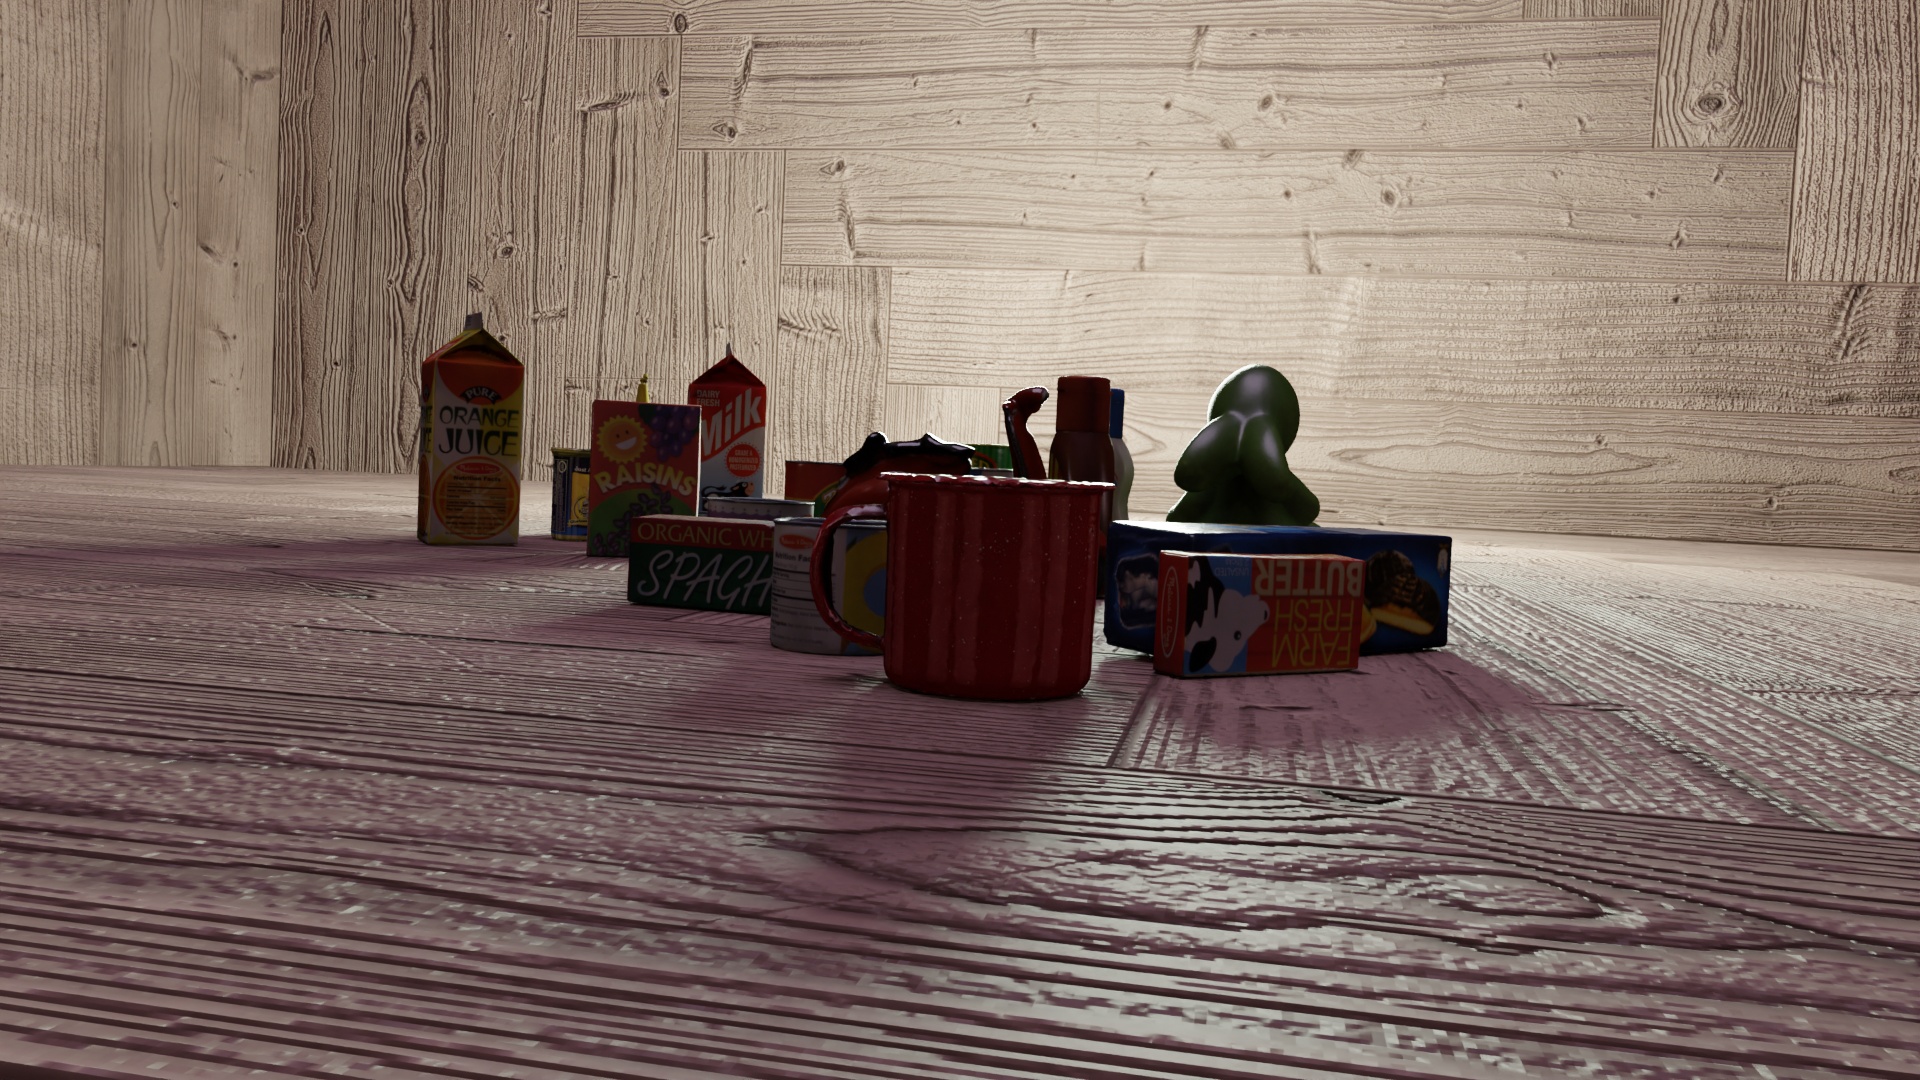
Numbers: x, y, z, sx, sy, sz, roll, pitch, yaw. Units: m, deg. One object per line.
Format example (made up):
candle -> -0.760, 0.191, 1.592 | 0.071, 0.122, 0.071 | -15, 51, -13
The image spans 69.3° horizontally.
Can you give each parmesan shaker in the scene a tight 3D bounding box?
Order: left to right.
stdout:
parmesan shaker -> 0.026, -0.028, 1.142 | 0.071, 0.103, 0.071 | 3, 3, 0

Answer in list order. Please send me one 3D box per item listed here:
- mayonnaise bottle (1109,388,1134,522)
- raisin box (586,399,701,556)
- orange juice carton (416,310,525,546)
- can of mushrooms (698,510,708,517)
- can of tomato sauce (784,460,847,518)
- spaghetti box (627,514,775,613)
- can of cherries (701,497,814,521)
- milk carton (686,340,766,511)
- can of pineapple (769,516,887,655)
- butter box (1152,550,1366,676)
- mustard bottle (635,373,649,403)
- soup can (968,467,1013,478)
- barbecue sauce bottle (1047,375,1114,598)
mayonnaise bottle -> 0.103, -0.042, 1.059 | 0.065, 0.148, 0.041 | 4, 3, 19
raisin box -> -0.251, -0.049, 1.105 | 0.086, 0.123, 0.040 | 2, 3, -14
orange juice carton -> -0.409, -0.094, 1.158 | 0.073, 0.192, 0.072 | 1, 3, -29
can of mushrooms -> -0.214, -0.008, 1.215 | 0.071, 0.033, 0.071 | 3, 3, 0
can of tomato sauce -> -0.095, -0.016, 1.011 | 0.071, 0.083, 0.071 | 3, 3, 0
spaghetti box -> -0.062, 0.017, 0.743 | 0.250, 0.050, 0.029 | 4, 3, 15
can of cherries -> -0.127, 0.003, 0.863 | 0.071, 0.058, 0.071 | 3, 3, 0
milk carton -> -0.224, -0.093, 1.319 | 0.073, 0.190, 0.072 | 2, 3, -13
can of pineapple -> -0.052, 0.020, 0.636 | 0.071, 0.058, 0.071 | 3, 3, 0
butter box -> 0.133, 0.032, 0.614 | 0.104, 0.053, 0.024 | 1, 3, -29
mustard bottle -> -0.317, -0.085, 1.366 | 0.065, 0.160, 0.049 | 2, 3, -20
soup can -> 0.004, -0.013, 1.034 | 0.071, 0.083, 0.071 | 3, 3, 0
barbecue sauce bottle -> 0.081, -0.037, 0.943 | 0.044, 0.148, 0.065 | 2, 3, -14
